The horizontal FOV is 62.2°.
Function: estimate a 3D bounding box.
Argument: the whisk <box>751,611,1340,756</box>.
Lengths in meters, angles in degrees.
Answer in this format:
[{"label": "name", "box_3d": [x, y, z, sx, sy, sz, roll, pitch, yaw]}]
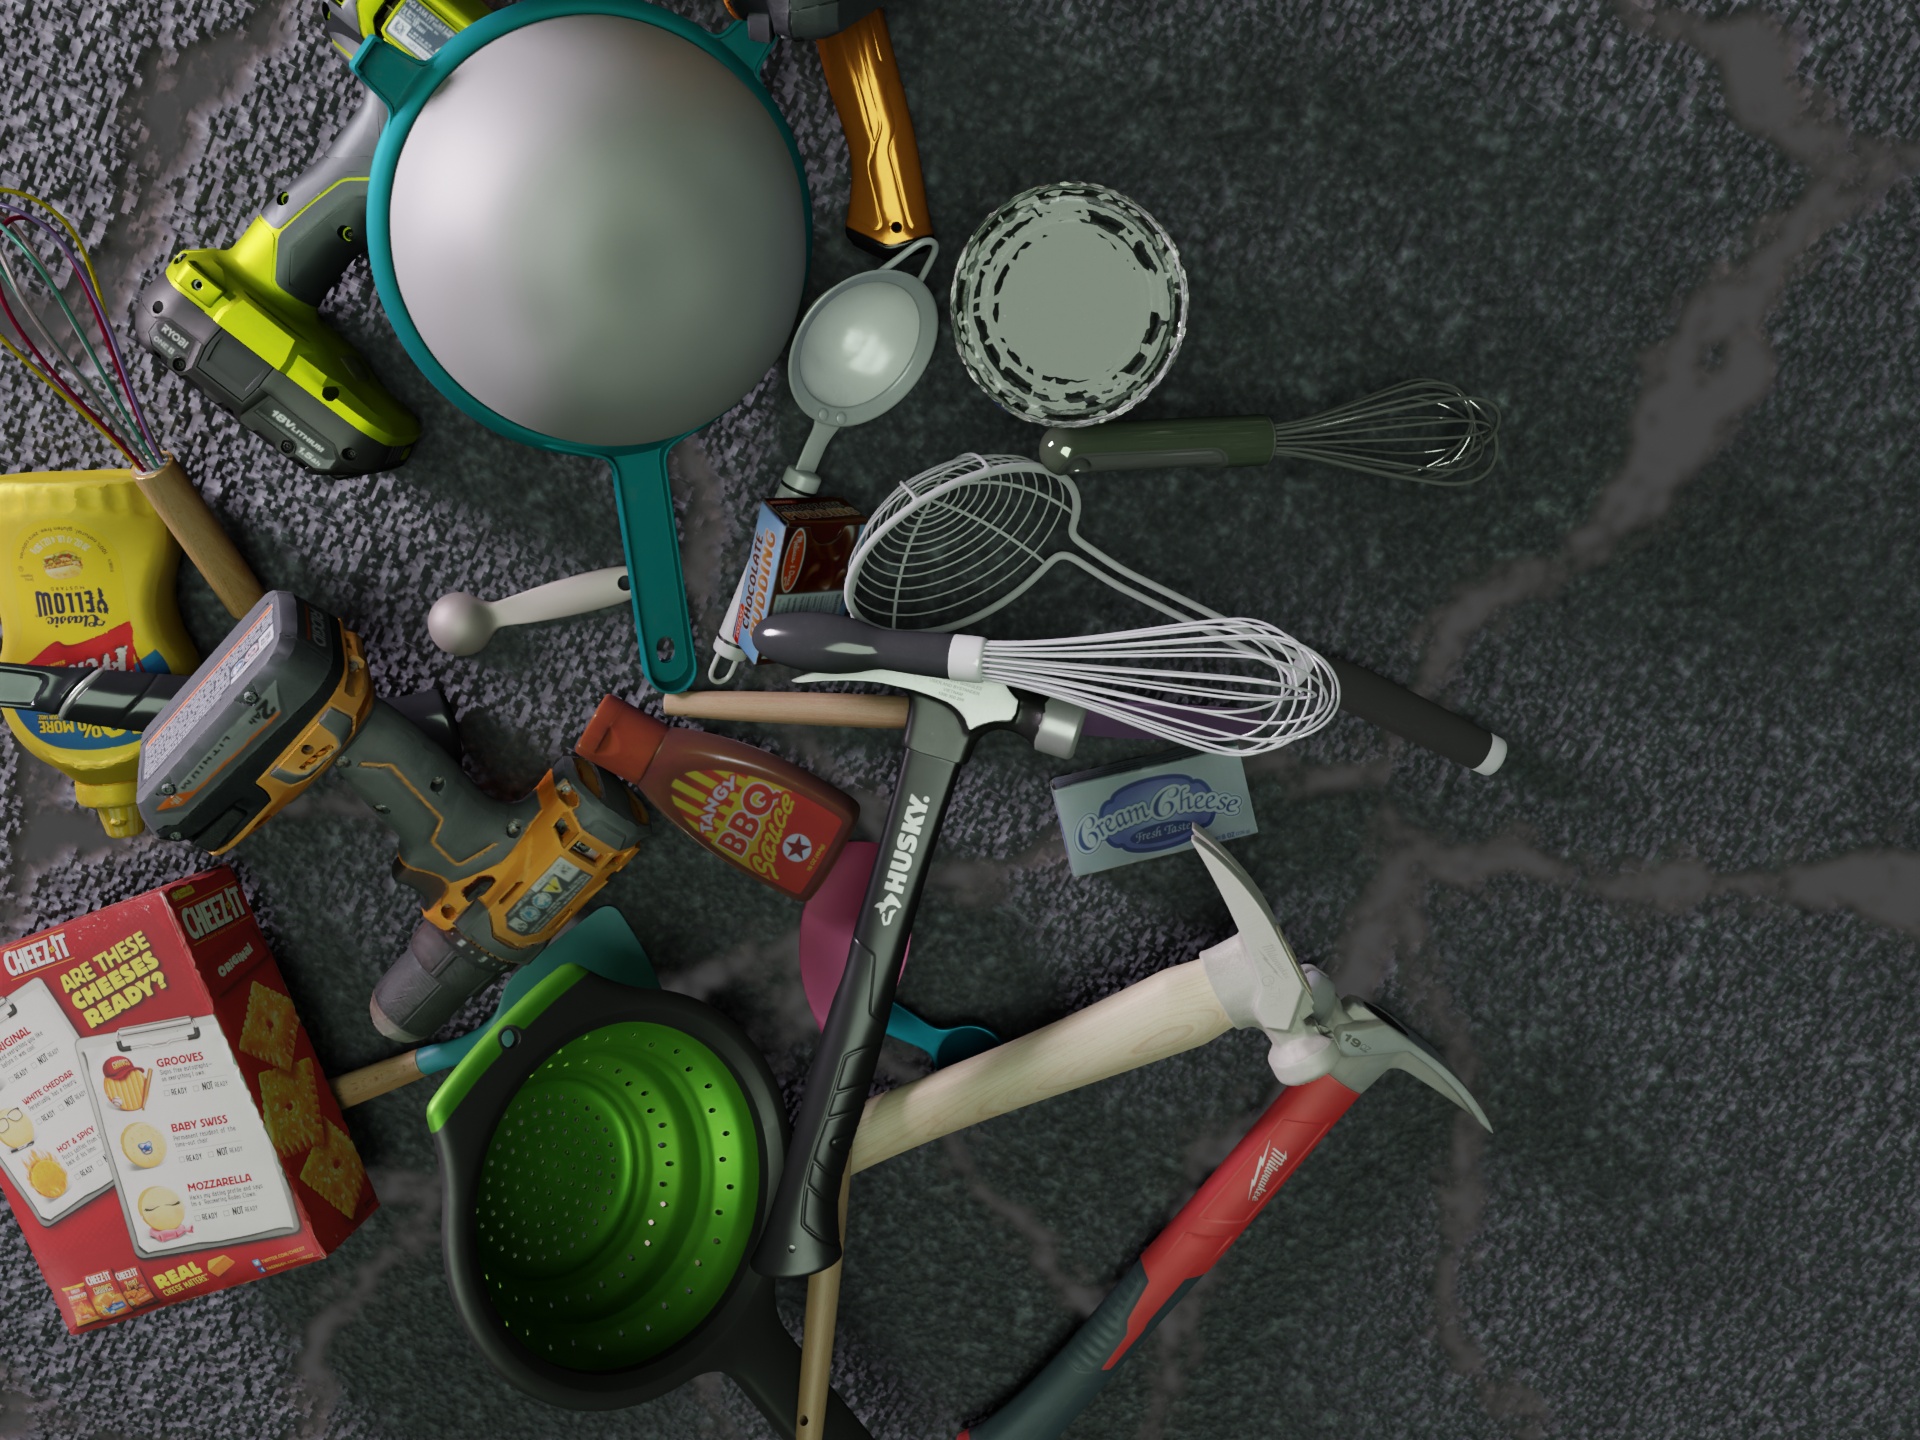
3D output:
[{"label": "whisk", "box_3d": [0.036, -0.025, 0.758, 0.284, 0.070, 0.070, 6, 105, 13]}]

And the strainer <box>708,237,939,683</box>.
[{"label": "strainer", "box_3d": [-0.080, -0.131, 0.811, 0.086, 0.050, 0.258, 5, 117, -47]}]

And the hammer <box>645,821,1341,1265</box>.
[{"label": "hammer", "box_3d": [-0.009, 0.202, 0.879, 0.410, 0.038, 0.146, -26, 97, 13]}]

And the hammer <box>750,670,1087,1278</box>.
[{"label": "hammer", "box_3d": [-0.051, 0.128, 0.817, 0.146, 0.035, 0.335, 17, 95, 5]}]

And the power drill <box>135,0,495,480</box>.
[{"label": "power drill", "box_3d": [-0.270, -0.233, 0.767, 0.171, 0.080, 0.223, 39, 98, -10]}]

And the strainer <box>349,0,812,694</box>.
[{"label": "strainer", "box_3d": [-0.148, -0.155, 0.747, 0.211, 0.095, 0.340, -15, 119, -22]}]

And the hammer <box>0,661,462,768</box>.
[{"label": "hammer", "box_3d": [-0.453, -0.010, 0.777, 0.408, 0.036, 0.149, 8, 102, -23]}]

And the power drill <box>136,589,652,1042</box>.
[{"label": "power drill", "box_3d": [-0.297, 0.061, 0.807, 0.185, 0.084, 0.226, -46, 128, 7]}]

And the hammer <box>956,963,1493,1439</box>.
[{"label": "hammer", "box_3d": [0.137, 0.326, 0.931, 0.143, 0.038, 0.386, 35, 102, -10]}]

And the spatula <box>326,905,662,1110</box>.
[{"label": "spatula", "box_3d": [-0.323, 0.199, 0.907, 0.317, 0.044, 0.082, -21, 104, 10]}]

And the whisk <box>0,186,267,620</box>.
[{"label": "whisk", "box_3d": [-0.391, -0.140, 0.754, 0.051, 0.047, 0.244, 12, 142, 23]}]

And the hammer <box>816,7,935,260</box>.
[{"label": "hammer", "box_3d": [-0.061, -0.389, 0.747, 0.127, 0.034, 0.336, -13, 104, 5]}]

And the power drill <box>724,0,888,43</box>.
[{"label": "power drill", "box_3d": [-0.149, -0.344, 0.671, 0.226, 0.164, 0.084, 11, 125, 10]}]

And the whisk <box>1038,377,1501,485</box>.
[{"label": "whisk", "box_3d": [0.155, -0.136, 0.775, 0.246, 0.057, 0.059, -5, 71, -16]}]

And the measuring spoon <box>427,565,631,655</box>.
[{"label": "measuring spoon", "box_3d": [-0.223, -0.061, 0.840, 0.124, 0.018, 0.034, -14, 104, 3]}]

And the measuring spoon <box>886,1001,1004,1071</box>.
[{"label": "measuring spoon", "box_3d": [-0.031, 0.169, 0.905, 0.128, 0.021, 0.042, 28, 106, 2]}]

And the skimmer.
[{"label": "skimmer", "box_3d": [0.120, -0.032, 0.811, 0.363, 0.090, 0.127, 24, 135, -9]}]

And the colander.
[{"label": "colander", "box_3d": [-0.154, 0.307, 0.858, 0.094, 0.204, 0.396, -8, 121, 45]}]

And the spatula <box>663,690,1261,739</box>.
[{"label": "spatula", "box_3d": [-0.001, -0.003, 0.844, 0.316, 0.059, 0.018, 2, 73, 4]}]

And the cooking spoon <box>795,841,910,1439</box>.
[{"label": "cooking spoon", "box_3d": [-0.066, 0.225, 0.859, 0.069, 0.017, 0.319, 2, 83, 25]}]
